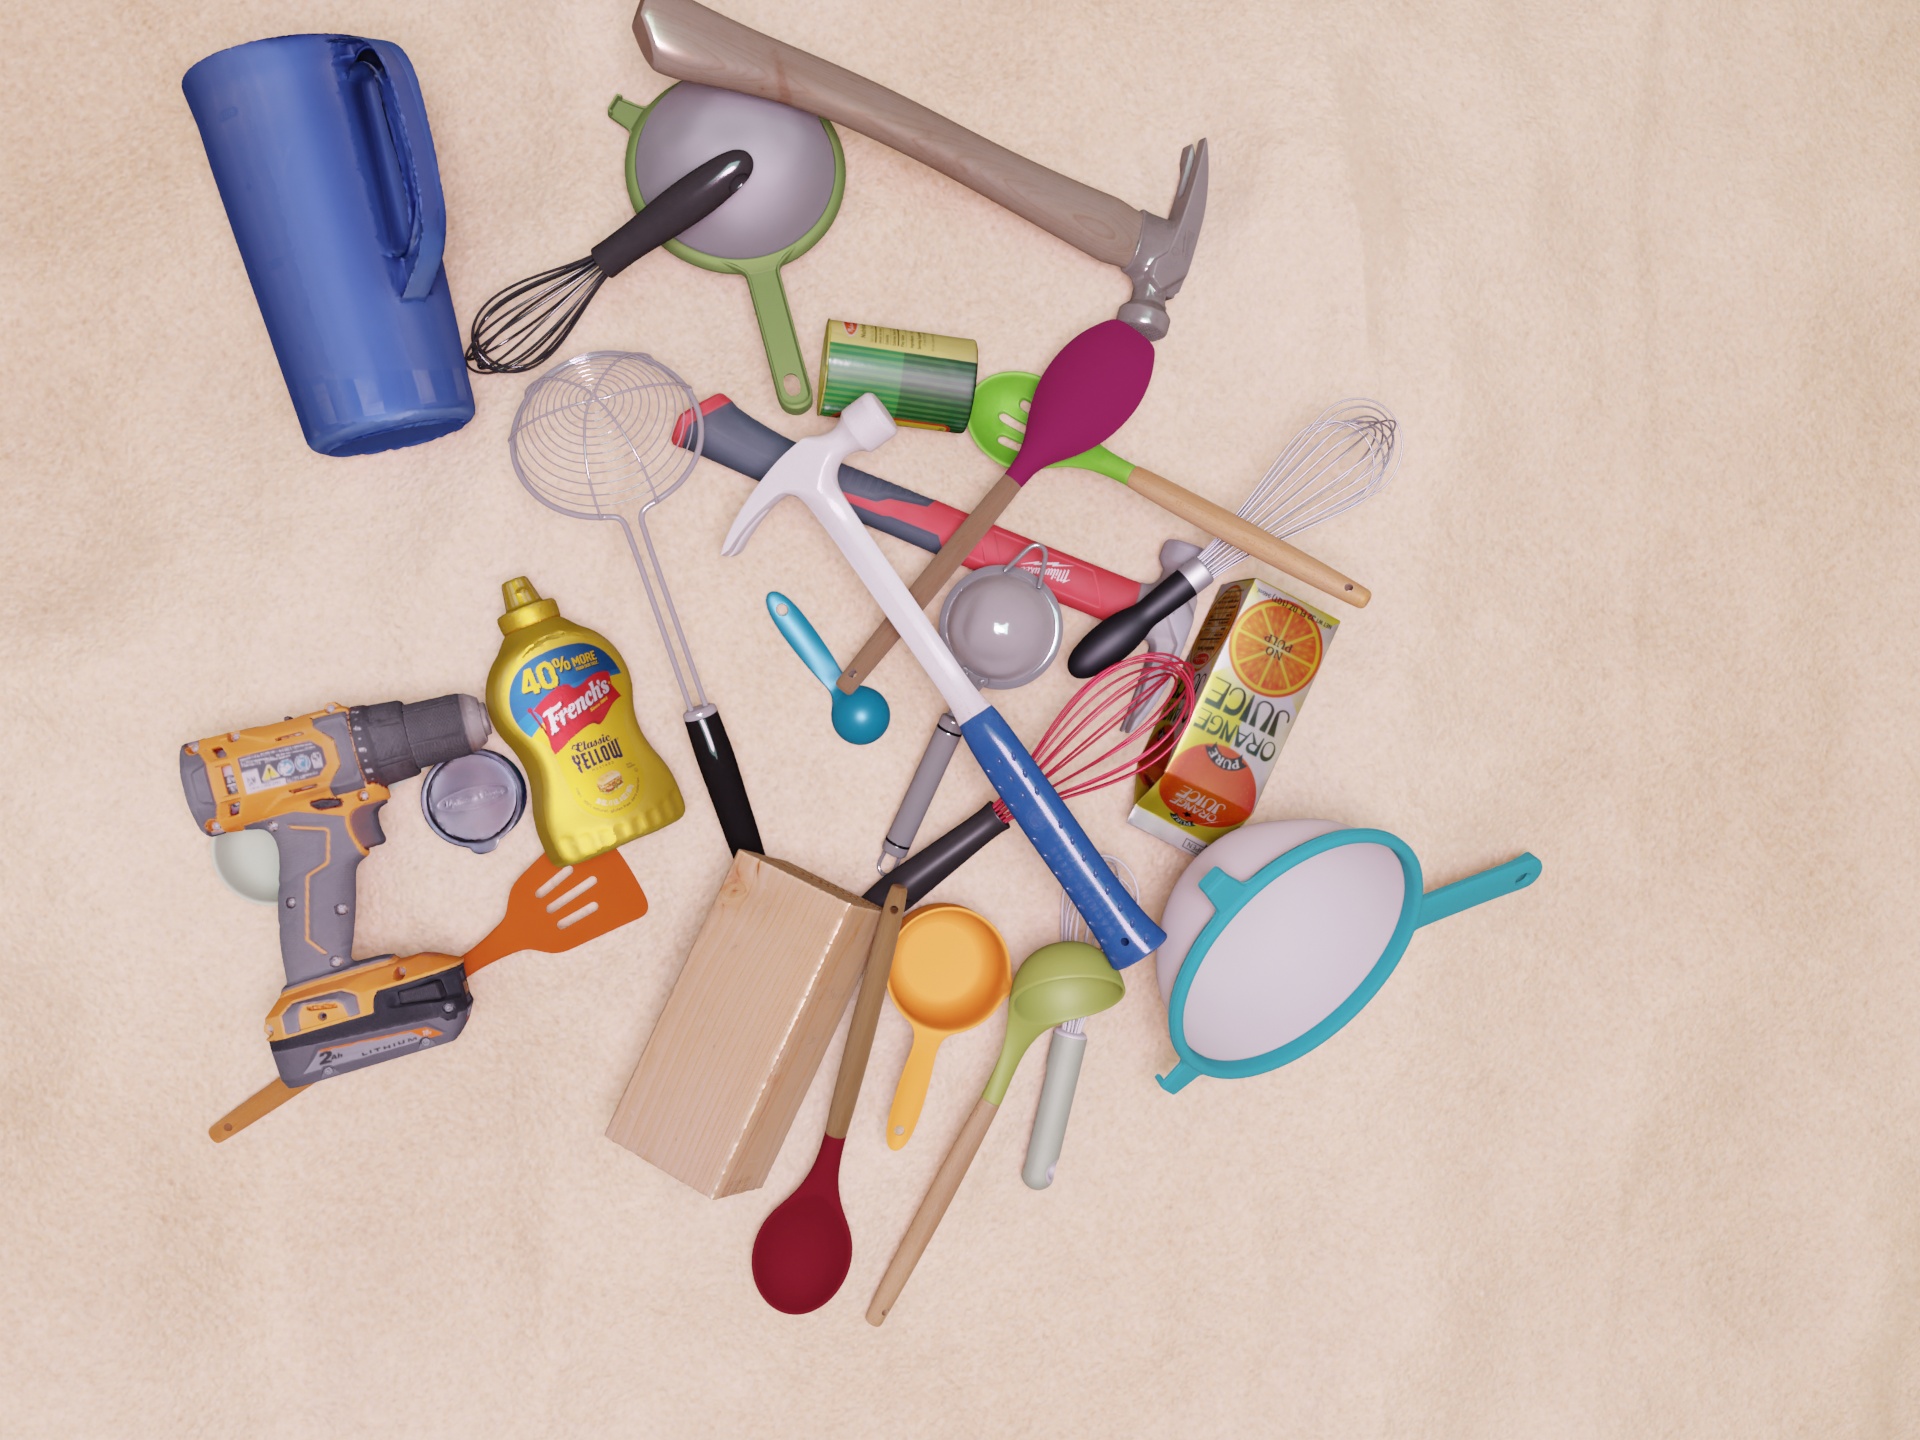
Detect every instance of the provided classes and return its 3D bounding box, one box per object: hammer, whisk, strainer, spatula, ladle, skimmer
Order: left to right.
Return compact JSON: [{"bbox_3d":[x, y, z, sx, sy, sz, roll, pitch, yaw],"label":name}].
[{"bbox_3d":[-0.366,0.187,1.077,0.322,0.041,0.081,-34,95,-3],"label":"spatula"},{"bbox_3d":[-0.231,-0.298,1.042,0.239,0.055,0.055,-31,95,15],"label":"whisk"},{"bbox_3d":[-0.197,-0.069,1.081,0.127,0.090,0.363,-19,108,-7],"label":"skimmer"},{"bbox_3d":[-0.138,-0.332,1.057,0.151,0.069,0.256,-14,81,-8],"label":"strainer"},{"bbox_3d":[-0.081,0.260,1.089,0.069,0.031,0.315,14,101,-7],"label":"ladle"},{"bbox_3d":[-0.021,-0.120,1.116,0.386,0.038,0.143,21,89,-8],"label":"hammer"},{"bbox_3d":[-0.015,-0.396,1.063,0.410,0.038,0.146,17,87,-24],"label":"hammer"},{"bbox_3d":[-0.002,-0.004,1.098,0.087,0.050,0.258,27,103,9],"label":"strainer"},{"bbox_3d":[-0.001,-0.009,1.050,0.144,0.035,0.405,-35,90,12],"label":"hammer"},{"bbox_3d":[0.015,0.291,1.095,0.078,0.062,0.320,21,101,-36],"label":"ladle"},{"bbox_3d":[0.043,0.054,1.097,0.296,0.073,0.073,-38,96,9],"label":"whisk"},{"bbox_3d":[0.080,0.216,1.136,0.059,0.057,0.246,14,92,26],"label":"whisk"},{"bbox_3d":[0.189,-0.119,1.099,0.284,0.070,0.070,-39,96,2],"label":"whisk"},{"bbox_3d":[0.266,0.126,1.135,0.340,0.095,0.210,-14,128,-27],"label":"strainer"}]

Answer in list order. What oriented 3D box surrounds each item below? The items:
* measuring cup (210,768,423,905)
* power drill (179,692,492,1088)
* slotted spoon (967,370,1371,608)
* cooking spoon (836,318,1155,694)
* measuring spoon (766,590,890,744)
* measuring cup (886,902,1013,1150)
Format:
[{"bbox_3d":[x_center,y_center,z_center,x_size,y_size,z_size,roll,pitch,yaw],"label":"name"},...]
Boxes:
[{"bbox_3d":[-0.415,0.058,1.061,0.167,0.038,0.083,-35,97,-11],"label":"measuring cup"},{"bbox_3d":[-0.373,0.098,1.013,0.185,0.084,0.226,-15,90,-13],"label":"power drill"},{"bbox_3d":[0.138,-0.153,1.082,0.314,0.031,0.070,32,85,21],"label":"slotted spoon"},{"bbox_3d":[0.020,-0.144,1.087,0.069,0.017,0.319,39,90,12],"label":"cooking spoon"},{"bbox_3d":[-0.095,-0.038,1.113,0.042,0.021,0.128,-37,97,-7],"label":"measuring spoon"},{"bbox_3d":[-0.024,0.211,1.114,0.095,0.052,0.173,17,90,-8],"label":"measuring cup"}]
